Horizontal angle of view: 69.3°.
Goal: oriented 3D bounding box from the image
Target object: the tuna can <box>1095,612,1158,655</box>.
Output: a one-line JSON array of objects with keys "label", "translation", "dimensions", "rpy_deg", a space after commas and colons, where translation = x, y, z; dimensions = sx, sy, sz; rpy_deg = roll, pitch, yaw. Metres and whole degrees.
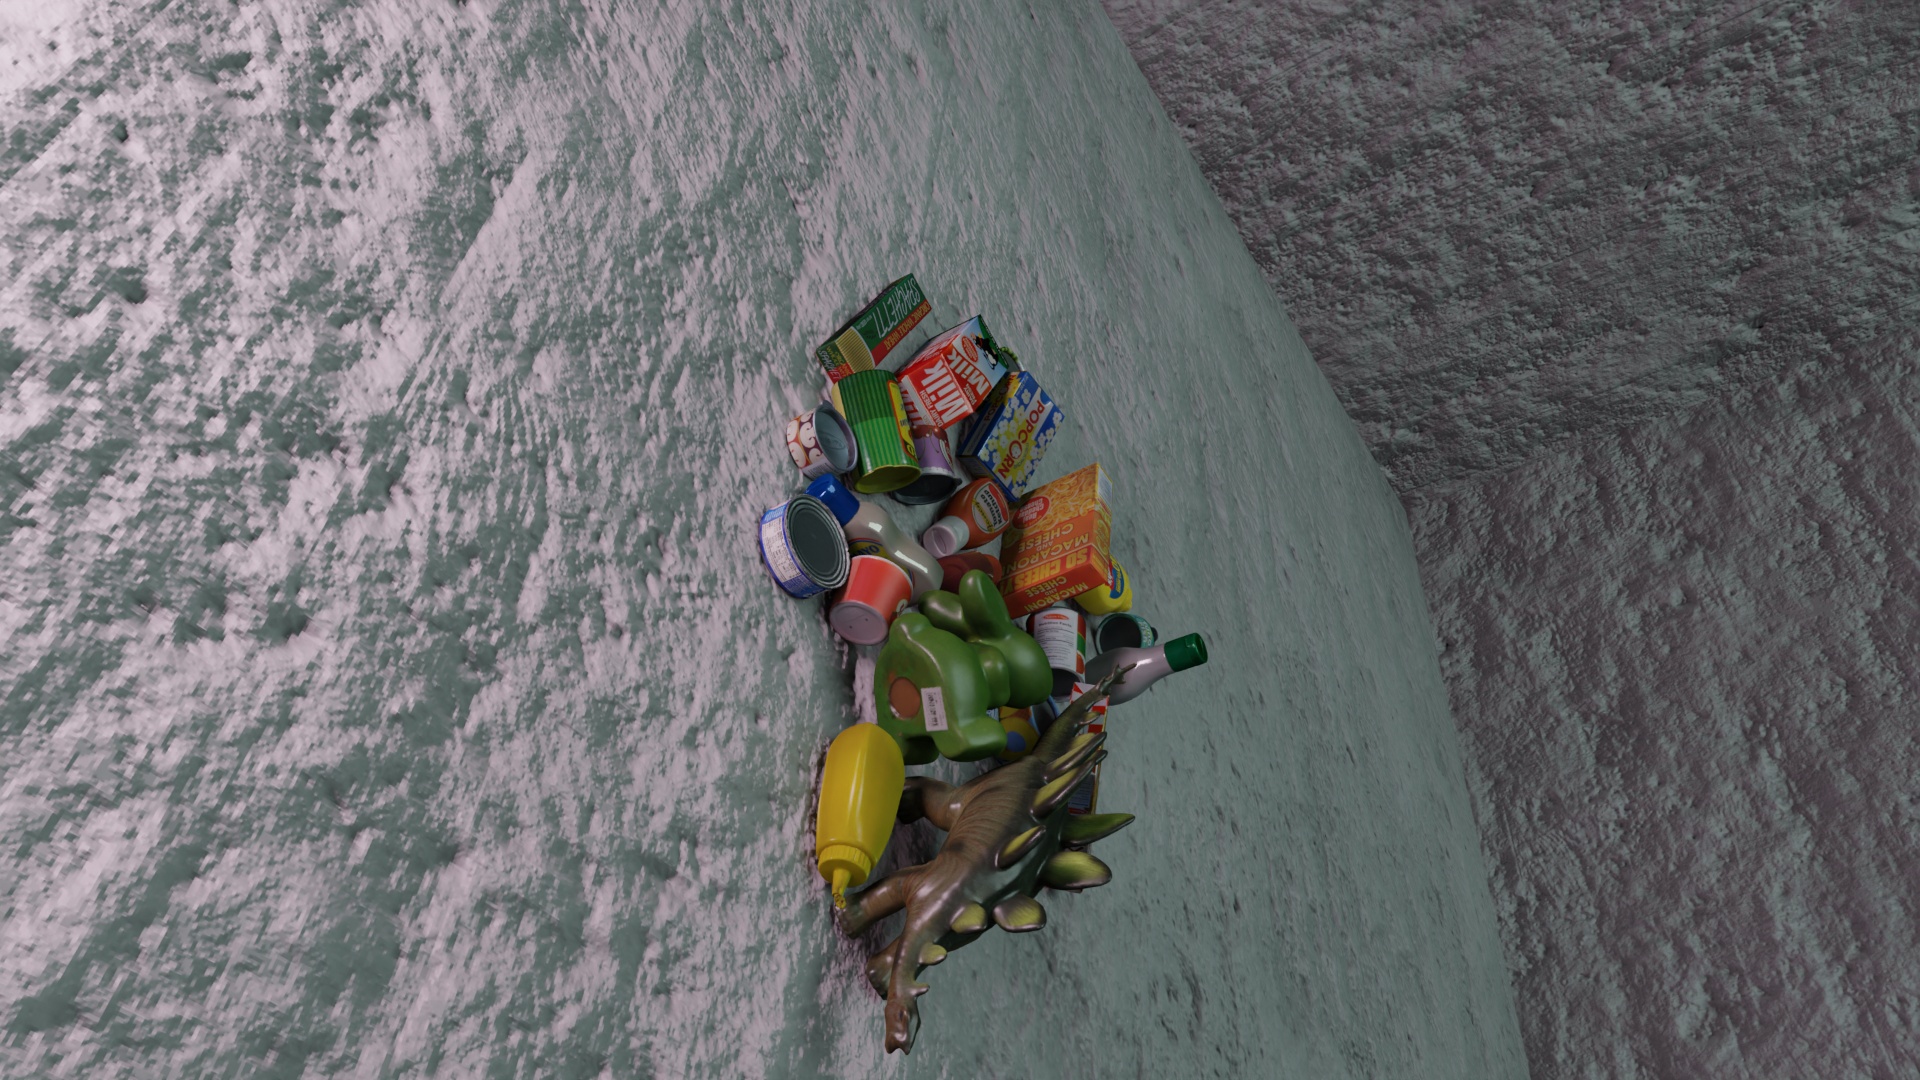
[{"label": "tuna can", "translation": [0.201, 0.120, 1.679], "dimensions": [0.033, 0.071, 0.071], "rpy_deg": [15, 57, -57]}]

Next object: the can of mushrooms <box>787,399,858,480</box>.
[{"label": "can of mushrooms", "translation": [-0.127, -0.091, 1.272], "dimensions": [0.071, 0.033, 0.071], "rpy_deg": [42, 36, -40]}]

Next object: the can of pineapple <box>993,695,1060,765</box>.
[{"label": "can of pineapple", "translation": [0.062, 0.184, 1.380], "dimensions": [0.071, 0.057, 0.071], "rpy_deg": [43, 35, -40]}]

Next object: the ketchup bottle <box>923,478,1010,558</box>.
[{"label": "ketchup bottle", "translation": [0.005, -0.018, 1.453], "dimensions": [0.064, 0.043, 0.149], "rpy_deg": [64, 27, -6]}]

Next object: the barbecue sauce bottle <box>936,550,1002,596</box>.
[{"label": "barbecue sauce bottle", "translation": [0.005, 0.035, 1.392], "dimensions": [0.043, 0.065, 0.149], "rpy_deg": [61, 17, 6]}]

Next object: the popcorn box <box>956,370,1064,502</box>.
[{"label": "popcorn box", "translation": [0.057, -0.118, 1.576], "dimensions": [0.085, 0.038, 0.127], "rpy_deg": [46, 63, -35]}]

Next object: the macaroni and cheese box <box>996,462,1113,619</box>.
[{"label": "macaroni and cheese box", "translation": [0.106, 0.000, 1.536], "dimensions": [0.040, 0.123, 0.167], "rpy_deg": [49, 31, -31]}]

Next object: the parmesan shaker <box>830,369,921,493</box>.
[{"label": "parmesan shaker", "translation": [-0.081, -0.105, 1.328], "dimensions": [0.071, 0.071, 0.103], "rpy_deg": [14, 57, -59]}]

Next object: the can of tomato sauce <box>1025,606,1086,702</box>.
[{"label": "can of tomato sauce", "translation": [0.102, 0.124, 1.498], "dimensions": [0.071, 0.071, 0.083], "rpy_deg": [47, 33, -36]}]

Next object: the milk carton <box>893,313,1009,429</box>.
[{"label": "milk carton", "translation": [-0.017, -0.174, 1.502], "dimensions": [0.072, 0.073, 0.191], "rpy_deg": [60, 27, -14]}]

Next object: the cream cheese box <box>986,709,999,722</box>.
[{"label": "cream cheese box", "translation": [0.001, 0.156, 1.325], "dimensions": [0.103, 0.024, 0.053], "rpy_deg": [36, 40, -46]}]

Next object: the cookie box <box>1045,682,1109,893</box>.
[{"label": "cookie box", "translation": [0.115, 0.243, 1.360], "dimensions": [0.123, 0.040, 0.166], "rpy_deg": [-71, 167, -53]}]

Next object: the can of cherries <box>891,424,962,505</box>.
[{"label": "can of cherries", "translation": [-0.038, -0.076, 1.386], "dimensions": [0.071, 0.071, 0.058], "rpy_deg": [28, 45, -53]}]

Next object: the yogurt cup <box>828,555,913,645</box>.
[{"label": "yogurt cup", "translation": [-0.081, 0.054, 1.211], "dimensions": [0.072, 0.072, 0.054], "rpy_deg": [53, 37, -27]}]

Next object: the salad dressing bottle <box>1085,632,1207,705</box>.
[{"label": "salad dressing bottle", "translation": [0.209, 0.145, 1.587], "dimensions": [0.044, 0.147, 0.064], "rpy_deg": [42, 36, -42]}]

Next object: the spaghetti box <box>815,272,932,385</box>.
[{"label": "spaghetti box", "translation": [-0.087, -0.223, 1.459], "dimensions": [0.050, 0.028, 0.251], "rpy_deg": [60, 27, -16]}]

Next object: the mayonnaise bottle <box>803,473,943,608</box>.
[{"label": "mayonnaise bottle", "translation": [-0.082, 0.001, 1.255], "dimensions": [0.147, 0.064, 0.041], "rpy_deg": [46, 36, -29]}]

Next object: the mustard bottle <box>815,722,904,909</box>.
[{"label": "mustard bottle", "translation": [-0.084, 0.219, 1.087], "dimensions": [0.065, 0.048, 0.161], "rpy_deg": [51, 31, -29]}]

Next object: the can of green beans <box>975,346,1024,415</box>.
[{"label": "can of green beans", "translation": [0.040, -0.188, 1.637], "dimensions": [0.071, 0.057, 0.071], "rpy_deg": [43, 35, -40]}]
